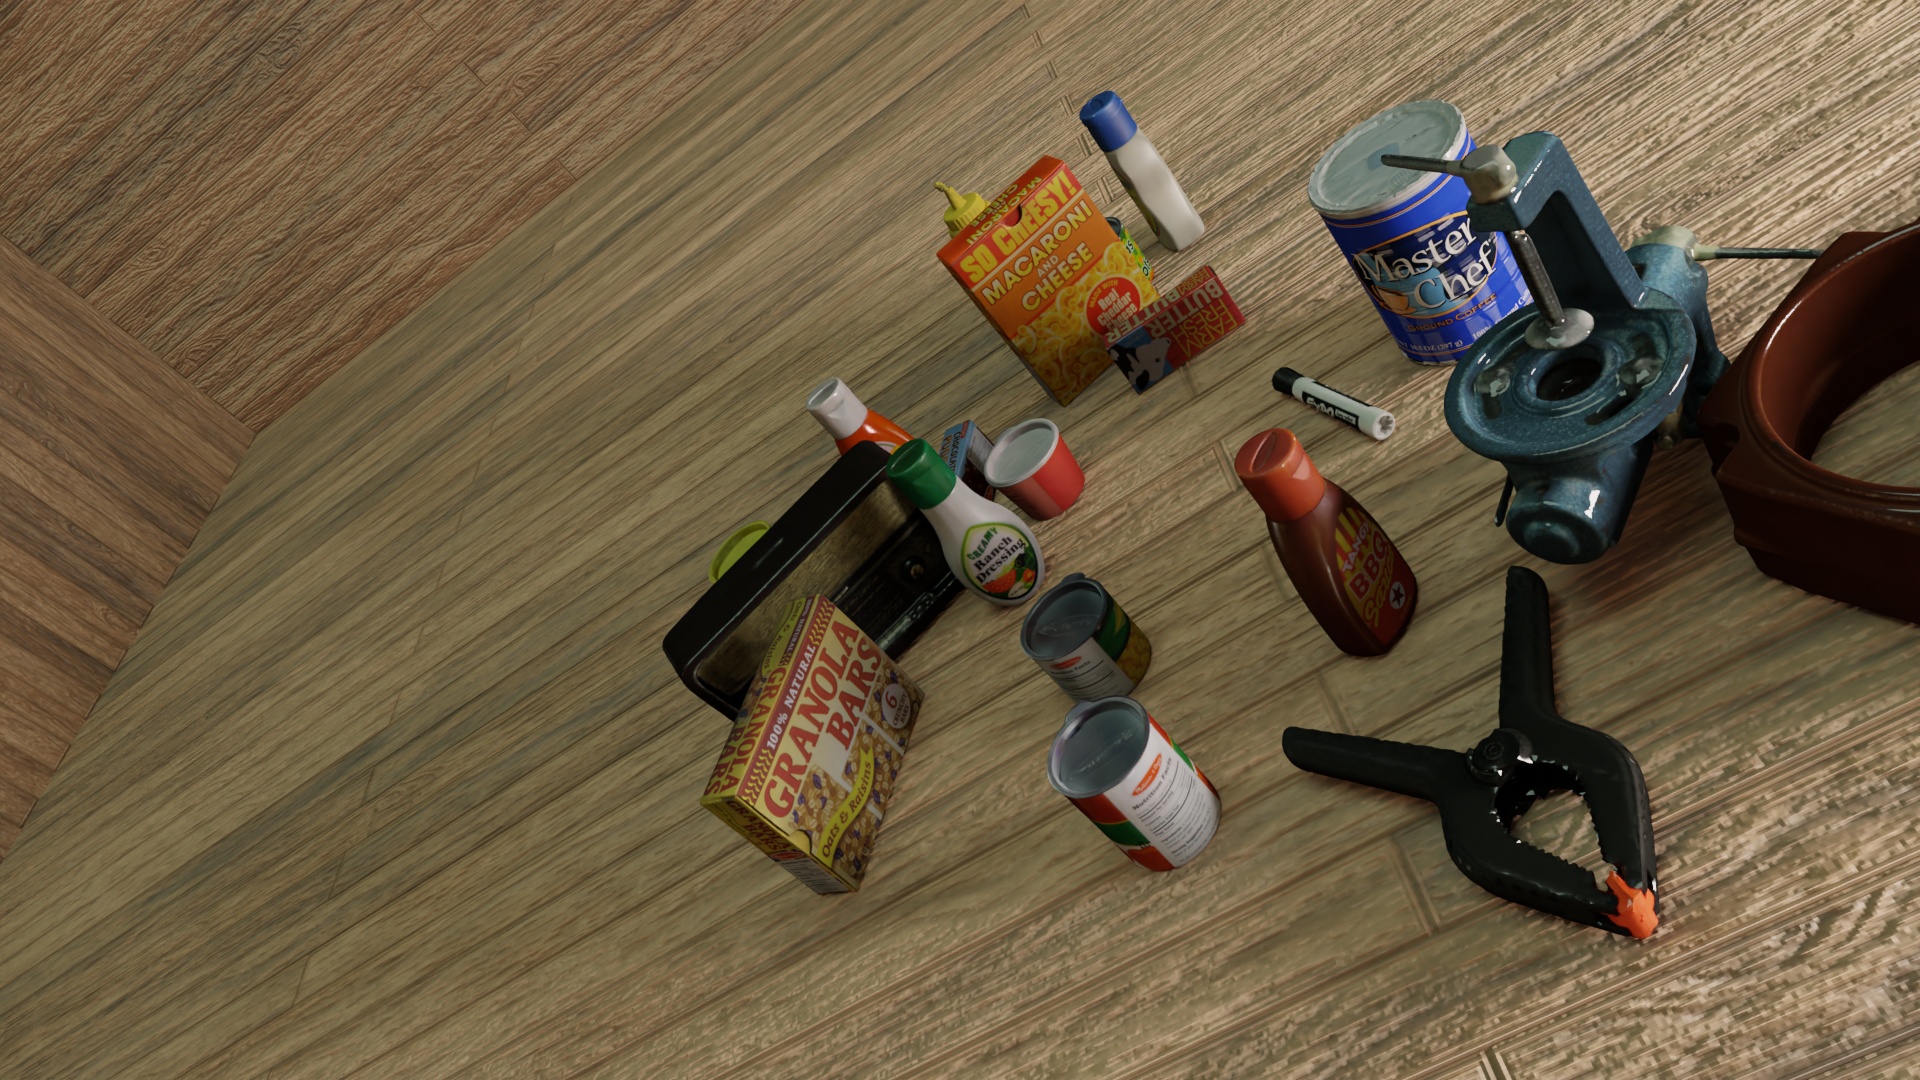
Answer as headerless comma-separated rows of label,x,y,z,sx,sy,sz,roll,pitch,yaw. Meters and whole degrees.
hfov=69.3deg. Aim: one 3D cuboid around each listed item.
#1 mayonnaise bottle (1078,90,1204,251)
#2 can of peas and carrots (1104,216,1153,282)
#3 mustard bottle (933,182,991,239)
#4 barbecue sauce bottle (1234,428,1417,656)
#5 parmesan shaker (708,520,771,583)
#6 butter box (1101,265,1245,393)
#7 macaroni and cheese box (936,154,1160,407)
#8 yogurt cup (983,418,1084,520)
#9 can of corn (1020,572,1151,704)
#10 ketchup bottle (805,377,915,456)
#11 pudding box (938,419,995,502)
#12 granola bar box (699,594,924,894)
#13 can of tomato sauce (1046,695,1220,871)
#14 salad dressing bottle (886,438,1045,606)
mayonnaise bottle,0.156,-0.321,1.204,0.041,0.147,0.065,-38,32,9
can of peas and carrots,0.130,-0.241,1.223,0.071,0.058,0.071,-28,34,22
mustard bottle,0.029,-0.269,1.270,0.049,0.160,0.065,-41,32,3
barbecue sauce bottle,0.202,-0.001,0.773,0.043,0.148,0.065,1,52,48
parmesan shaker,-0.148,0.041,1.149,0.071,0.103,0.072,-29,34,22
butter box,0.168,-0.166,1.098,0.103,0.053,0.024,-34,33,14
macaroni and cheese box,0.079,-0.212,1.142,0.124,0.166,0.040,-43,32,0
yogurt cup,0.060,-0.053,1.080,0.072,0.054,0.073,-28,34,22
can of corn,0.083,0.066,0.910,0.071,0.058,0.071,-28,34,22
ketchup bottle,-0.069,-0.073,1.155,0.065,0.148,0.044,-42,32,1
pudding box,0.005,-0.054,1.145,0.030,0.049,0.084,-21,38,32
granola bar box,-0.096,0.139,0.955,0.039,0.124,0.166,-16,41,37
can of tomato sauce,0.098,0.137,0.785,0.071,0.083,0.071,-28,34,22
salad dressing bottle,0.004,-0.013,1.005,0.064,0.147,0.044,-42,32,1
